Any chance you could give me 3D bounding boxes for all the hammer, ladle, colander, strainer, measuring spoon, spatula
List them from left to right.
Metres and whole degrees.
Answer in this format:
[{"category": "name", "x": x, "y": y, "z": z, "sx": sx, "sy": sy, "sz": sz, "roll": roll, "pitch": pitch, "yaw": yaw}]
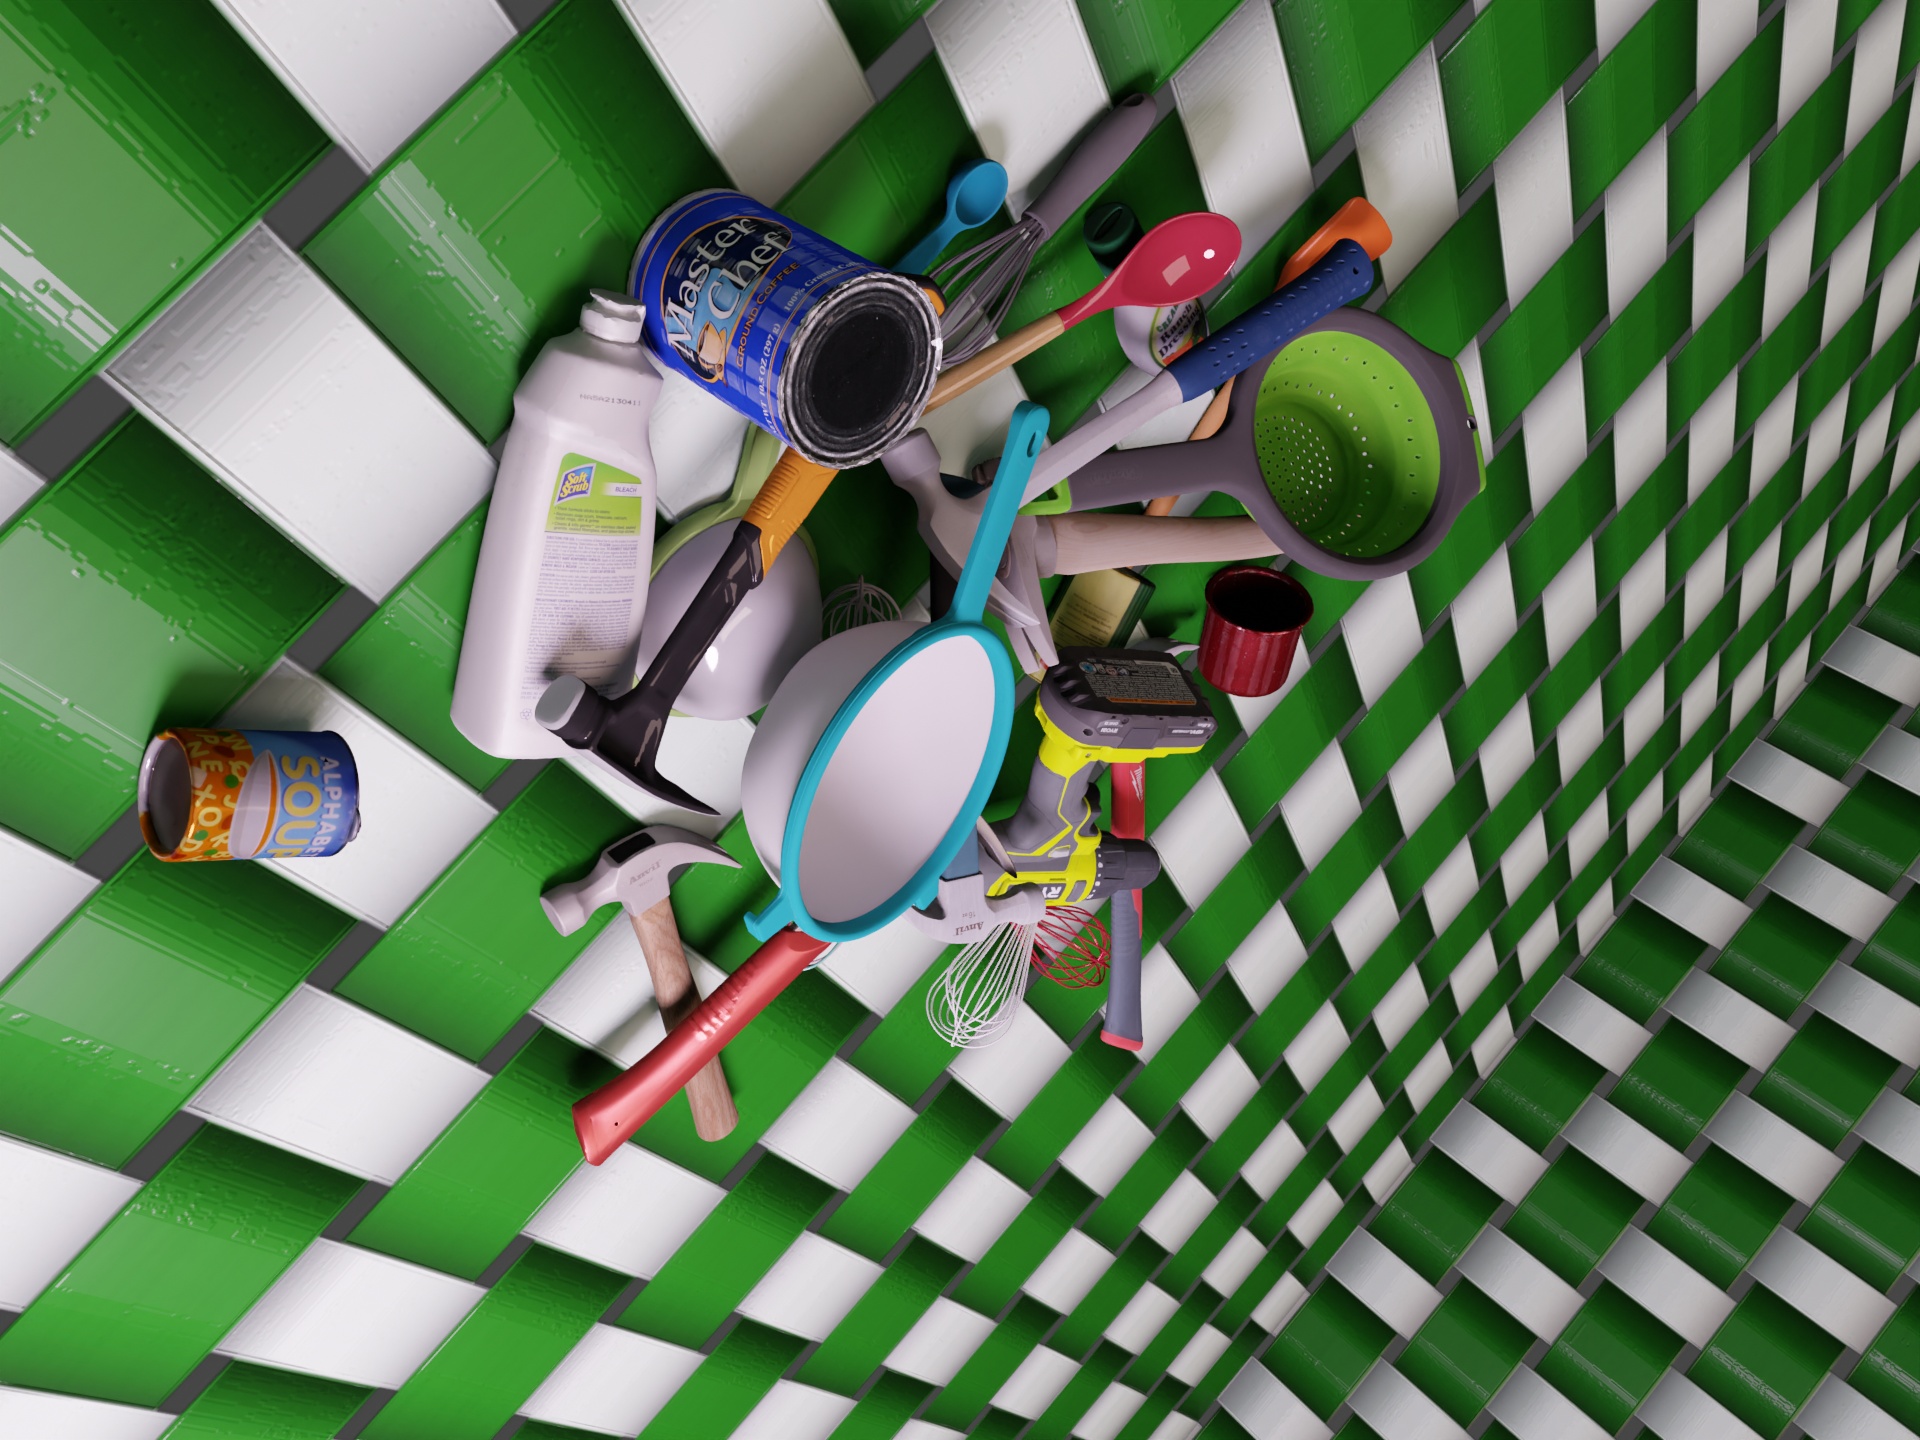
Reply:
[{"category": "hammer", "x": -0.200, "y": 0.200, "z": 1.142, "sx": 0.130, "sy": 0.031, "sz": 0.331, "roll": -33, "pitch": 140, "yaw": -25}, {"category": "strainer", "x": -0.117, "y": -0.099, "z": 0.951, "sx": 0.151, "sy": 0.069, "sz": 0.256, "roll": -10, "pitch": 128, "yaw": -44}, {"category": "hammer", "x": -0.102, "y": -0.109, "z": 0.900, "sx": 0.337, "sy": 0.034, "sz": 0.127, "roll": -59, "pitch": 138, "yaw": -10}, {"category": "hammer", "x": -0.126, "y": 0.179, "z": 1.118, "sx": 0.359, "sy": 0.037, "sz": 0.149, "roll": -44, "pitch": 122, "yaw": -5}, {"category": "strainer", "x": -0.043, "y": -0.037, "z": 0.953, "sx": 0.211, "sy": 0.095, "sz": 0.340, "roll": 0, "pitch": 113, "yaw": -60}, {"category": "measuring spoon", "x": -0.024, "y": -0.287, "z": 0.950, "sx": 0.128, "sy": 0.021, "sz": 0.042, "roll": -45, "pitch": 152, "yaw": 3}, {"category": "hammer", "x": -0.002, "y": -0.003, "z": 1.074, "sx": 0.128, "sy": 0.033, "sz": 0.331, "roll": -10, "pitch": 110, "yaw": -28}, {"category": "ladle", "x": 0.041, "y": -0.239, "z": 1.007, "sx": 0.315, "sy": 0.031, "sz": 0.069, "roll": -31, "pitch": 143, "yaw": -10}, {"category": "hammer", "x": 0.154, "y": 0.118, "z": 1.388, "sx": 0.143, "sy": 0.038, "sz": 0.386, "roll": -31, "pitch": 128, "yaw": -44}, {"category": "hammer", "x": 0.136, "y": -0.212, "z": 1.063, "sx": 0.405, "sy": 0.035, "sz": 0.144, "roll": -36, "pitch": 105, "yaw": -24}, {"category": "hammer", "x": 0.178, "y": -0.128, "z": 1.203, "sx": 0.410, "sy": 0.038, "sz": 0.146, "roll": -9, "pitch": 85, "yaw": -42}, {"category": "colander", "x": 0.198, "y": -0.184, "z": 1.164, "sx": 0.397, "sy": 0.094, "sz": 0.204, "roll": -12, "pitch": 89, "yaw": -24}, {"category": "spatula", "x": 0.218, "y": -0.253, "z": 1.226, "sx": 0.081, "sy": 0.041, "sz": 0.322, "roll": 20, "pitch": 105, "yaw": -54}]

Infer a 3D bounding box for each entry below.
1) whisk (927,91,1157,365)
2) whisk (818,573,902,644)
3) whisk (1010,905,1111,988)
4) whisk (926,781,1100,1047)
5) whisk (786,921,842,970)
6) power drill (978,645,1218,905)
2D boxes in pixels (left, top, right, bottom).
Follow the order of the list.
[{"category": "whisk", "x": 0.045, "y": -0.307, "z": 0.985, "sx": 0.239, "sy": 0.055, "sz": 0.055, "roll": -50, "pitch": 145, "yaw": -13}, {"category": "whisk", "x": -0.078, "y": 0.005, "z": 1.109, "sx": 0.058, "sy": 0.059, "sz": 0.246, "roll": 3, "pitch": 129, "yaw": -8}, {"category": "whisk", "x": 0.053, "y": 0.169, "z": 1.382, "sx": 0.073, "sy": 0.073, "sz": 0.295, "roll": -53, "pitch": 138, "yaw": 0}, {"category": "whisk", "x": 0.053, "y": 0.152, "z": 1.308, "sx": 0.285, "sy": 0.070, "sz": 0.070, "roll": -58, "pitch": 152, "yaw": -37}, {"category": "whisk", "x": -0.056, "y": 0.104, "z": 1.216, "sx": 0.245, "sy": 0.051, "sz": 0.047, "roll": -42, "pitch": 138, "yaw": -20}, {"category": "power drill", "x": 0.103, "y": 0.056, "z": 1.221, "sx": 0.190, "sy": 0.080, "sz": 0.228, "roll": 2, "pitch": 132, "yaw": -28}]
